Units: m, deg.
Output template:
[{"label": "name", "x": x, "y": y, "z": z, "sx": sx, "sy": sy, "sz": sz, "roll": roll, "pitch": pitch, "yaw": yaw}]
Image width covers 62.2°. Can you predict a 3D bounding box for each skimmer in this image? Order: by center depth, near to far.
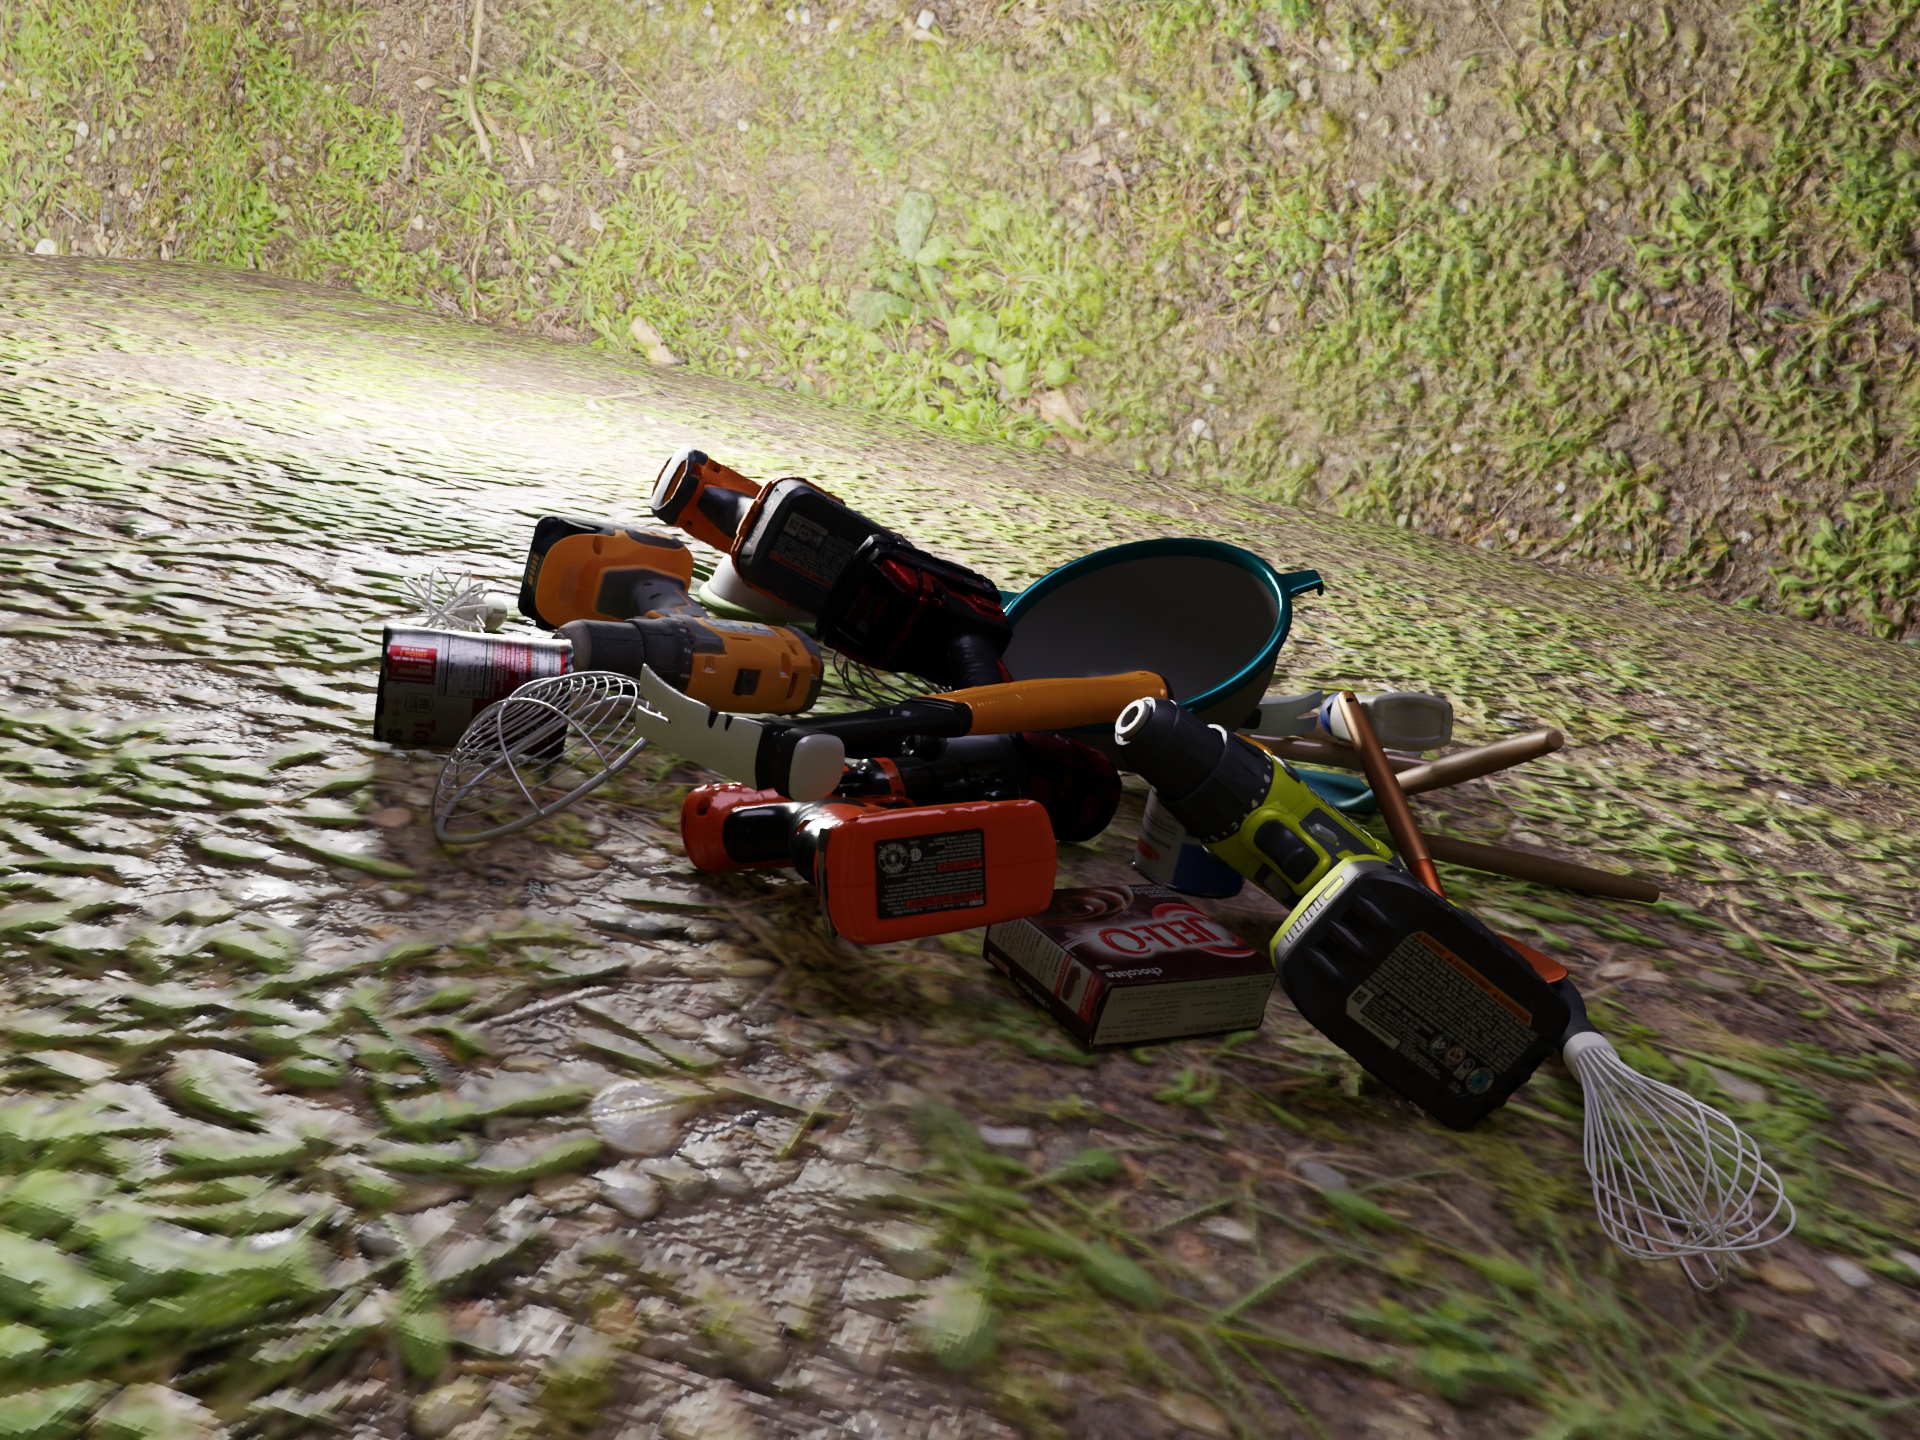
[{"label": "skimmer", "x": -0.122, "y": 0.033, "z": 0.892, "sx": 0.127, "sy": 0.090, "sz": 0.363, "roll": -8, "pitch": -11, "yaw": 39}]

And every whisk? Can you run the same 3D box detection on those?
[{"label": "whisk", "x": 0.294, "y": 0.166, "z": 0.715, "sx": 0.070, "sy": 0.070, "sz": 0.284, "roll": 13, "pitch": 12, "yaw": 4}, {"label": "whisk", "x": -0.316, "y": -0.069, "z": 1.019, "sx": 0.059, "sy": 0.058, "sz": 0.246, "roll": 40, "pitch": -3, "yaw": -9}, {"label": "whisk", "x": -0.003, "y": -0.004, "z": 1.090, "sx": 0.055, "sy": 0.055, "sz": 0.239, "roll": -6, "pitch": 28, "yaw": -46}]

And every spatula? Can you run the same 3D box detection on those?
[{"label": "spatula", "x": 0.266, "y": 0.066, "z": 0.942, "sx": 0.081, "sy": 0.041, "sz": 0.323, "roll": -14, "pitch": 33, "yaw": 6}, {"label": "spatula", "x": 0.298, "y": 0.030, "z": 1.052, "sx": 0.082, "sy": 0.044, "sz": 0.317, "roll": 9, "pitch": -13, "yaw": -13}, {"label": "spatula", "x": 0.212, "y": 0.015, "z": 1.191, "sx": 0.316, "sy": 0.018, "sz": 0.060, "roll": 9, "pitch": 3, "yaw": 4}]

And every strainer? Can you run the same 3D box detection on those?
[{"label": "strainer", "x": 0.080, "y": -0.043, "z": 1.139, "sx": 0.340, "sy": 0.095, "sz": 0.211, "roll": 14, "pitch": 47, "yaw": 39}, {"label": "strainer", "x": -0.186, "y": -0.140, "z": 1.370, "sx": 0.256, "sy": 0.069, "sz": 0.151, "roll": 22, "pitch": 19, "yaw": 26}]

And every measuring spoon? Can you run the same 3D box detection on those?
[{"label": "measuring spoon", "x": -0.247, "y": -0.018, "z": 1.023, "sx": 0.034, "sy": 0.018, "sz": 0.124, "roll": 16, "pitch": 5, "yaw": -31}]

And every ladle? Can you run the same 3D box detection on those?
[{"label": "ladle", "x": 0.313, "y": 0.071, "z": 1.039, "sx": 0.320, "sy": 0.062, "sz": 0.078, "roll": 12, "pitch": 5, "yaw": -8}]

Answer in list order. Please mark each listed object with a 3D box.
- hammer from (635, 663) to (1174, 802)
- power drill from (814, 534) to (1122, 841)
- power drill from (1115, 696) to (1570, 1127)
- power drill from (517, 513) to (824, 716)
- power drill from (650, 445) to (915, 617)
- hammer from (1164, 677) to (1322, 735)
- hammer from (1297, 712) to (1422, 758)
[{"label": "hammer", "x": -0.003, "y": -0.004, "z": 0.827, "sx": 0.127, "sy": 0.034, "sz": 0.336, "roll": 19, "pitch": 16, "yaw": 40}, {"label": "power drill", "x": -0.003, "y": -0.017, "z": 0.975, "sx": 0.143, "sy": 0.078, "sz": 0.220, "roll": 17, "pitch": 28, "yaw": -37}, {"label": "power drill", "x": 0.173, "y": 0.079, "z": 0.774, "sx": 0.190, "sy": 0.080, "sz": 0.229, "roll": 37, "pitch": 9, "yaw": -21}, {"label": "power drill", "x": -0.223, "y": -0.069, "z": 1.078, "sx": 0.185, "sy": 0.084, "sz": 0.226, "roll": 3, "pitch": 22, "yaw": -41}, {"label": "power drill", "x": -0.122, "y": -0.130, "z": 1.178, "sx": 0.164, "sy": 0.084, "sz": 0.227, "roll": 26, "pitch": 2, "yaw": -33}, {"label": "hammer", "x": 0.226, "y": -0.051, "z": 1.307, "sx": 0.128, "sy": 0.033, "sz": 0.331, "roll": 11, "pitch": 19, "yaw": 6}, {"label": "hammer", "x": 0.214, "y": -0.017, "z": 1.306, "sx": 0.331, "sy": 0.031, "sz": 0.130, "roll": 17, "pitch": 17, "yaw": 19}]
